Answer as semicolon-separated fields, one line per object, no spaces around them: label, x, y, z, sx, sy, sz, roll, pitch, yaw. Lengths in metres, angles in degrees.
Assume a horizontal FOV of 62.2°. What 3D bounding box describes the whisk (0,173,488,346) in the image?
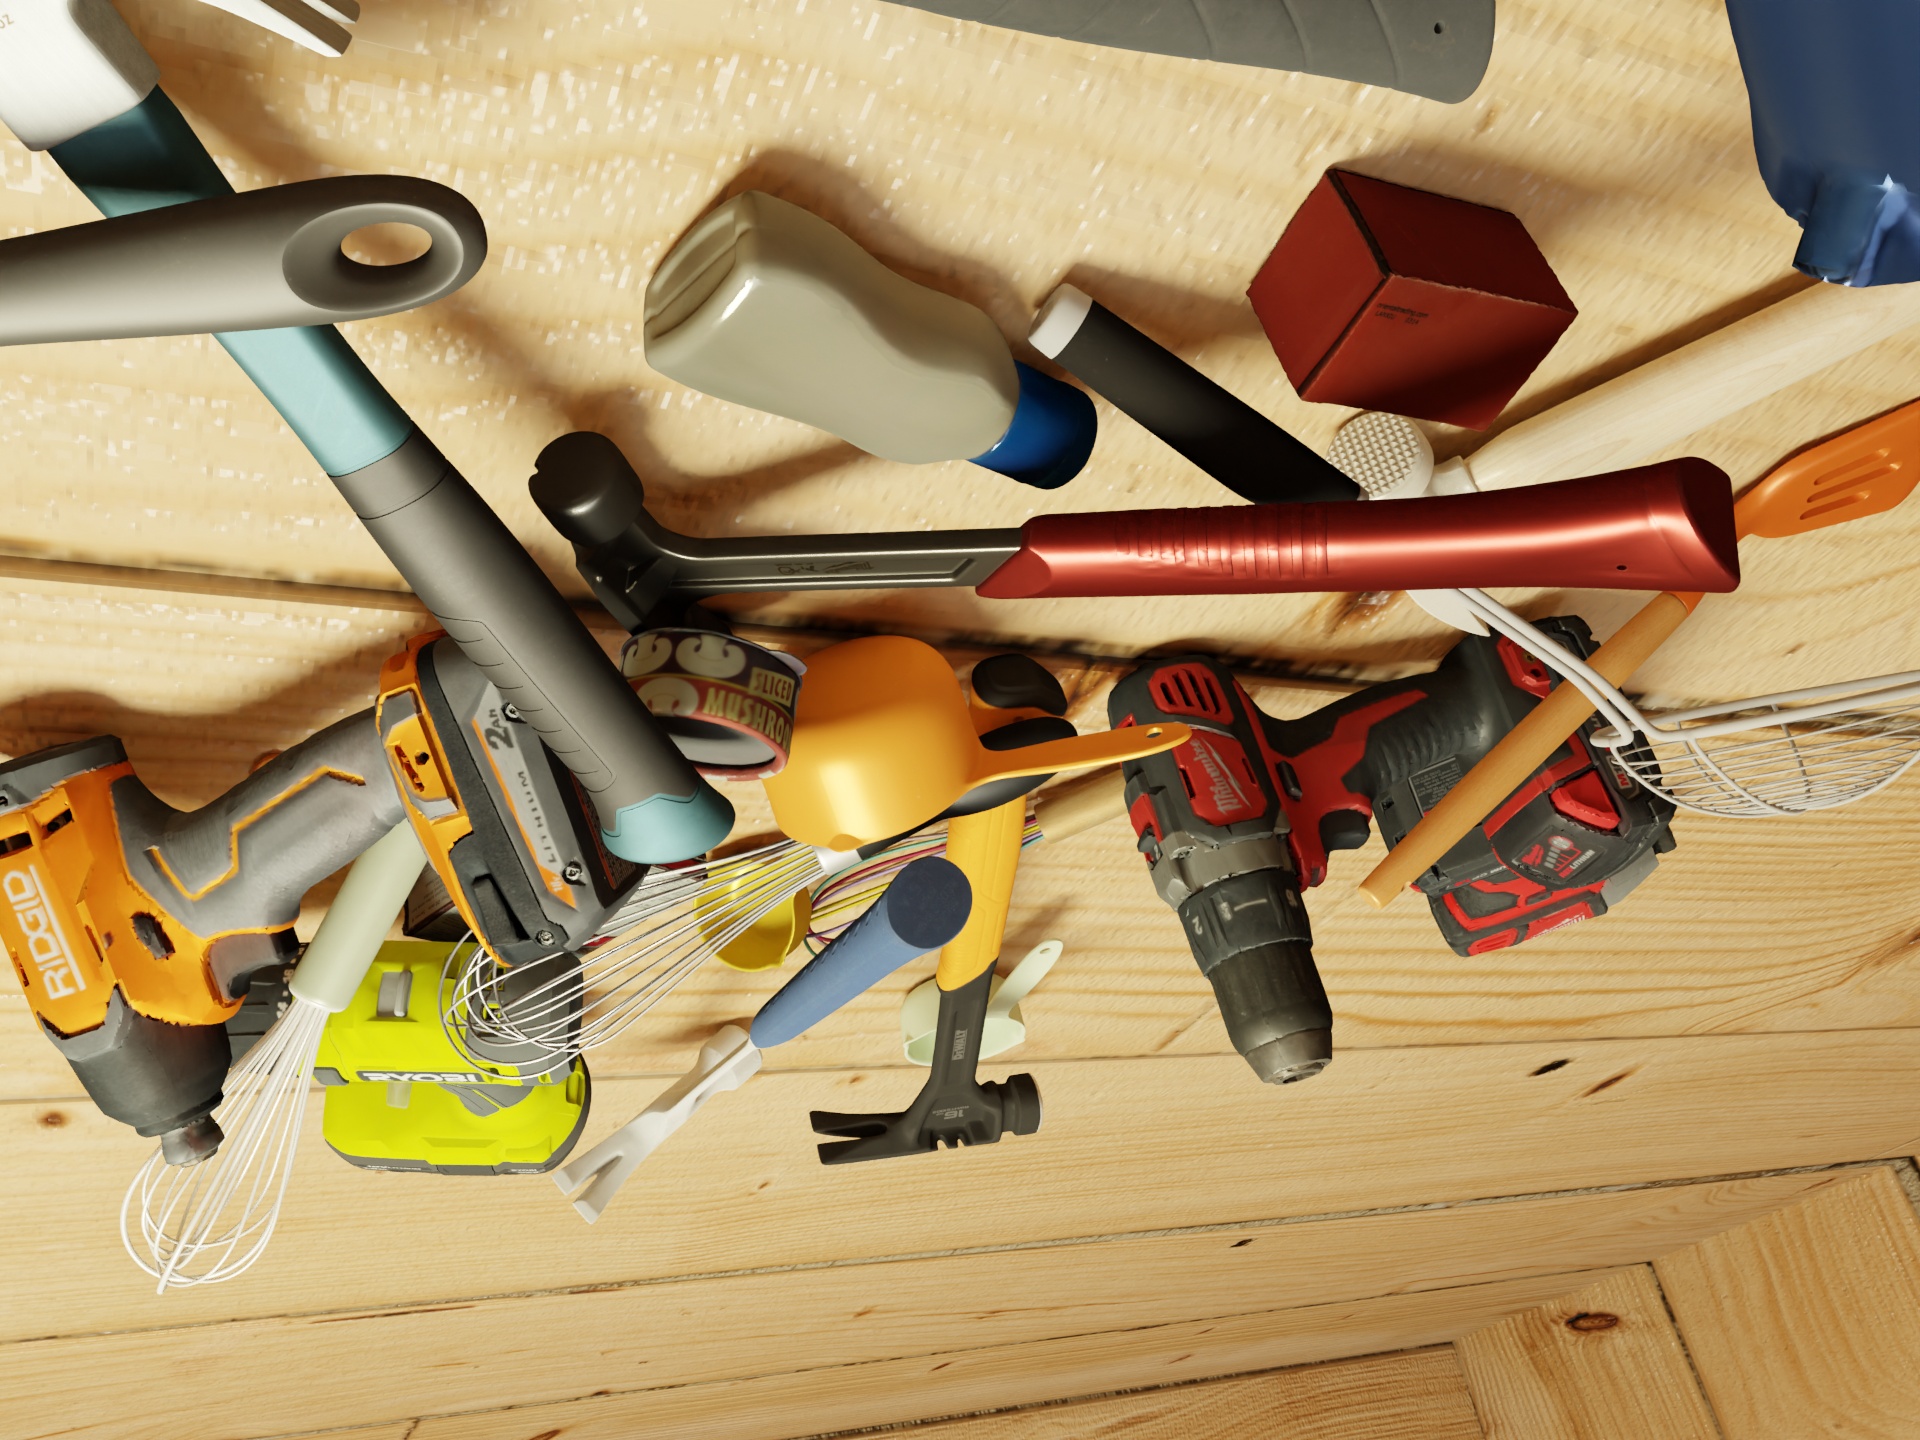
whisk;-0.253;-0.087;0.344;0.296;0.073;0.073;-10;149;-10

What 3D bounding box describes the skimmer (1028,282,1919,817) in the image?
skimmer;0.191;-0.066;0.553;0.363;0.090;0.127;30;165;-15

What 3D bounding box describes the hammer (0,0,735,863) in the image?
hammer;-0.157;-0.065;0.442;0.128;0.033;0.330;-22;133;9

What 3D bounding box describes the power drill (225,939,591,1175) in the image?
power drill;-0.274;0.162;0.772;0.190;0.080;0.228;2;154;-5

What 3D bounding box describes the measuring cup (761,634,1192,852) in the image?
measuring cup;-0.001;-0.002;0.609;0.173;0.095;0.052;-9;119;22

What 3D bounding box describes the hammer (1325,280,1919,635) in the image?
hammer;0.341;-0.153;0.564;0.410;0.038;0.146;-27;148;22

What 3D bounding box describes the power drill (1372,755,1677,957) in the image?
power drill;0.315;0.065;0.879;0.143;0.079;0.219;-24;150;18

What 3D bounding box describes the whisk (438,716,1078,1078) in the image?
whisk;-0.081;0.063;0.651;0.284;0.070;0.070;-25;149;-3

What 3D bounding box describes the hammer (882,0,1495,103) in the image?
hammer;-0.048;-0.173;0.350;0.408;0.036;0.149;-3;123;-24

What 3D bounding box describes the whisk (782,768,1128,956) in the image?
whisk;0.021;0.061;0.790;0.245;0.051;0.047;-23;142;11

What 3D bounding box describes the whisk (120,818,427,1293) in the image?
whisk;-0.263;0.118;0.643;0.057;0.246;0.059;28;177;-12

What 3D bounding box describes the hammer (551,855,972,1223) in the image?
hammer;-0.099;0.157;0.778;0.144;0.035;0.405;-39;177;-35

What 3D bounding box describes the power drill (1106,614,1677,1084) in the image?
power drill;0.189;0.049;0.697;0.226;0.188;0.080;-9;154;-14

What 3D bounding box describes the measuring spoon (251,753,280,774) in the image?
measuring spoon;-0.294;0.046;0.678;0.021;0.011;0.116;2;143;-24

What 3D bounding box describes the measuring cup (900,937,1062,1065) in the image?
measuring cup;0.017;0.157;0.951;0.083;0.038;0.167;4;143;-26

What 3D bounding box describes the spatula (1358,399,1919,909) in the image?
spatula;0.289;-0.027;0.663;0.322;0.041;0.081;-41;150;-10

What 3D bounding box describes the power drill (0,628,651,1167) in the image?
power drill;-0.237;0.064;0.583;0.226;0.164;0.084;-18;-173;6

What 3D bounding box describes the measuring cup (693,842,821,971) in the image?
measuring cup;-0.066;0.061;0.762;0.156;0.062;0.029;-42;171;20

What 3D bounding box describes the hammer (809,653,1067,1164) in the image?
hammer;-0.002;0.105;0.775;0.127;0.034;0.336;-5;133;-14

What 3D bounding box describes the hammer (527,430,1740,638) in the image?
hammer;0.052;-0.049;0.513;0.359;0.037;0.149;0;156;15
